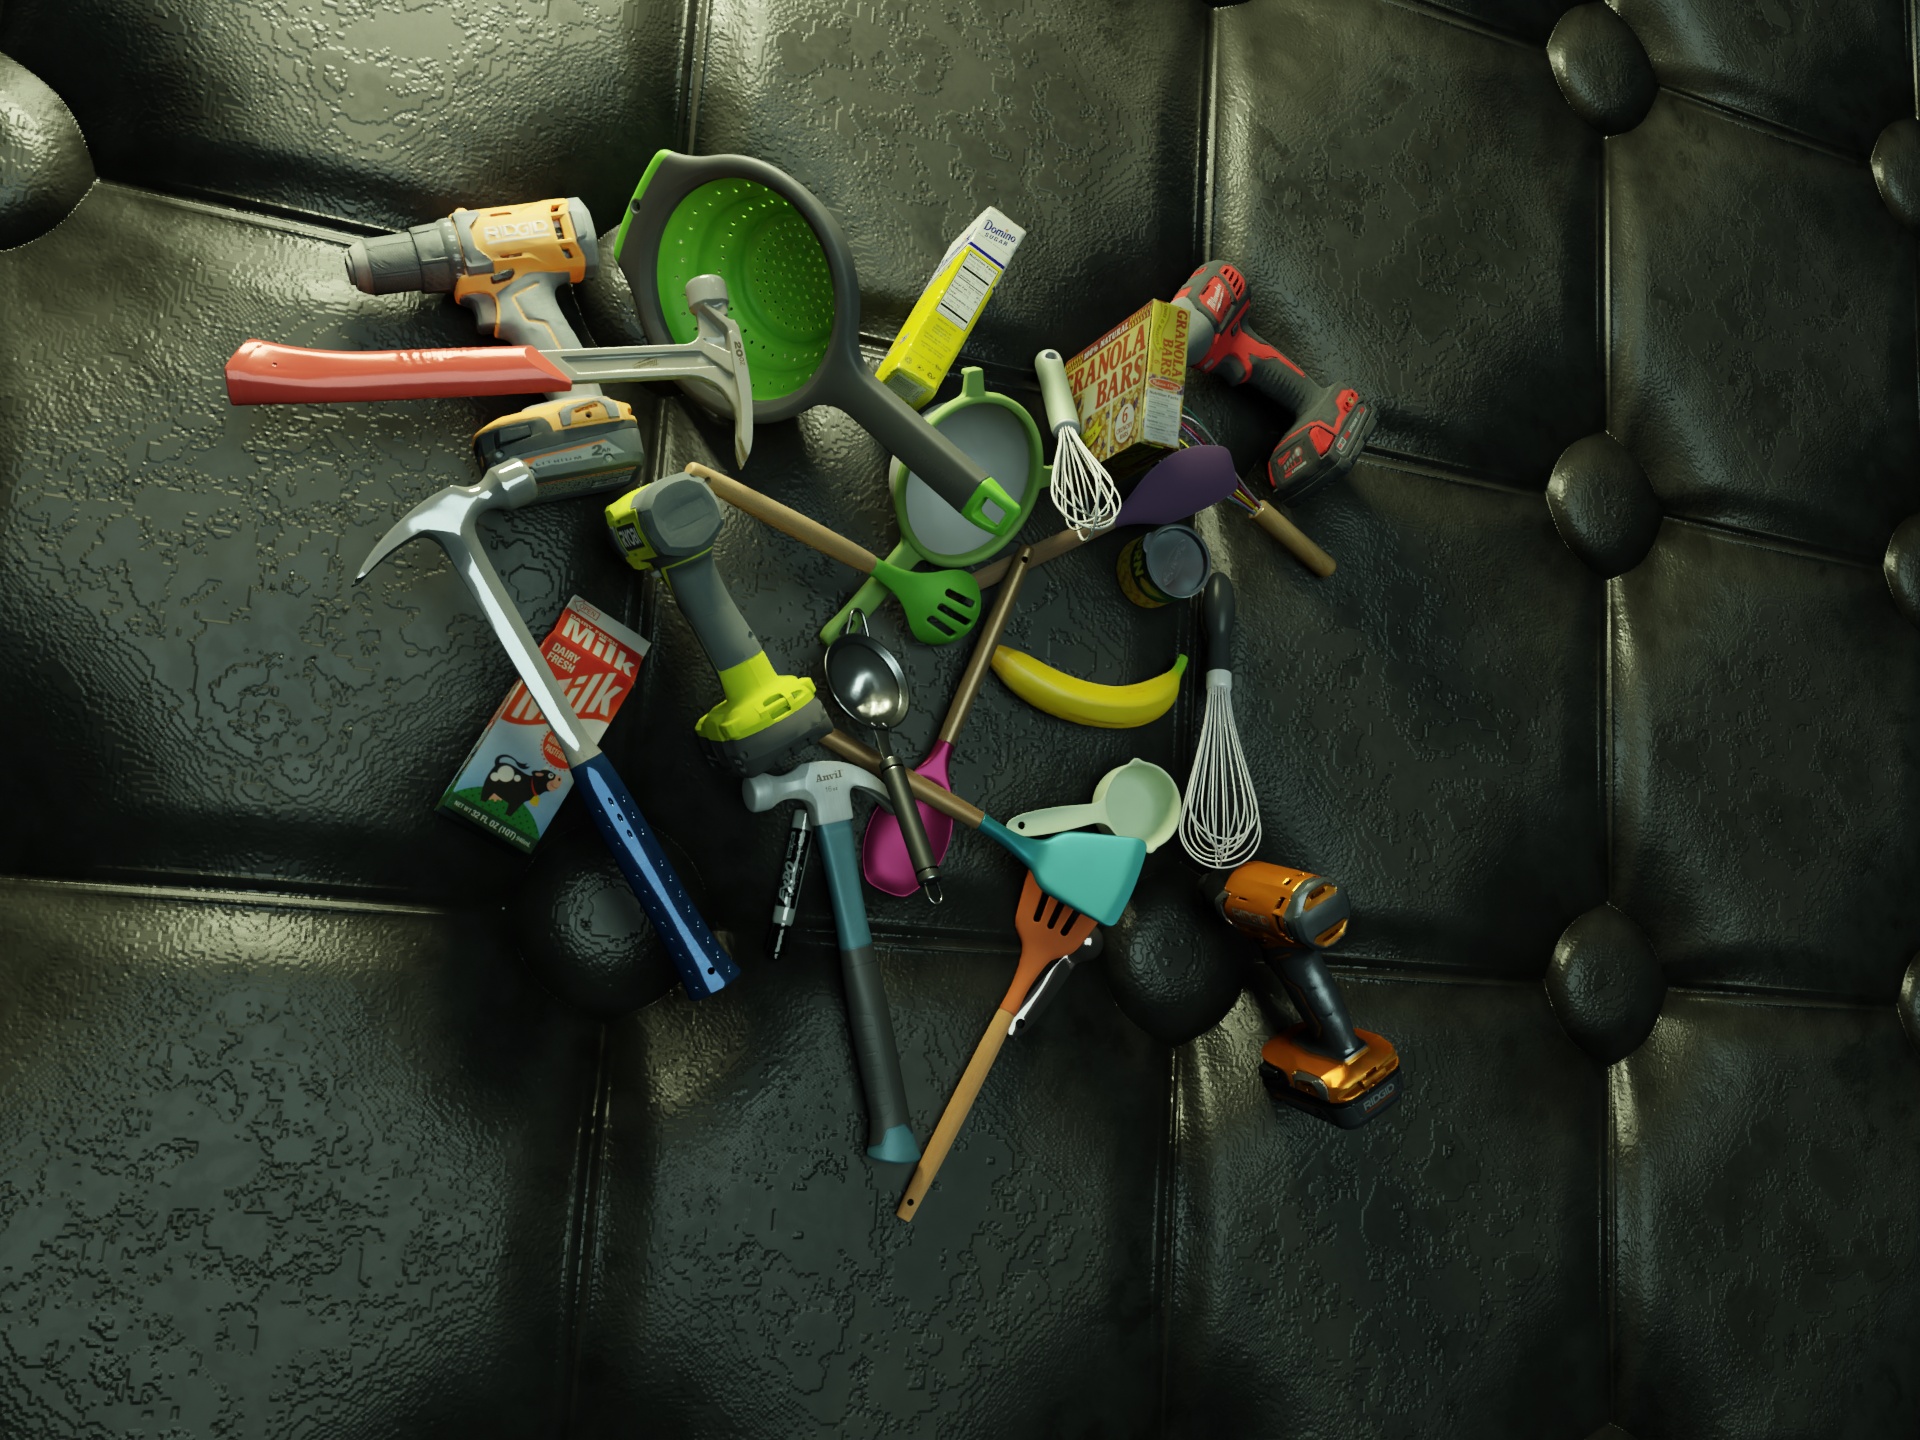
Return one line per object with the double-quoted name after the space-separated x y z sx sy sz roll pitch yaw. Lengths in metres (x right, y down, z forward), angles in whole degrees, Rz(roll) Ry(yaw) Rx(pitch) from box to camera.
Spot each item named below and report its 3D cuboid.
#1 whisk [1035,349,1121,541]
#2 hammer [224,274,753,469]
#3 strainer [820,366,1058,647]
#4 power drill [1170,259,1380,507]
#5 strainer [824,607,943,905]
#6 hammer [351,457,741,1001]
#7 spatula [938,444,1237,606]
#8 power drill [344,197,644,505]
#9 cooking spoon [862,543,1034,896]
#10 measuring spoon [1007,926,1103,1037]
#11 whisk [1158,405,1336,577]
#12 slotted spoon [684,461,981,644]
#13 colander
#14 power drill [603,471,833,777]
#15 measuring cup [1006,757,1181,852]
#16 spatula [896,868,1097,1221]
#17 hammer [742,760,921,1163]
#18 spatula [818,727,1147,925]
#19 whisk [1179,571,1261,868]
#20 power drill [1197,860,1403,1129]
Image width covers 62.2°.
0.091 -0.240 1.345 0.057 0.059 0.247 3 45 -12 "whisk"
-0.331 -0.243 1.145 0.359 0.036 0.149 -7 78 -19 "hammer"
-0.041 -0.169 1.336 0.256 0.069 0.151 -50 135 -3 "strainer"
0.272 -0.309 1.463 0.219 0.078 0.143 43 52 -9 "power drill"
-0.059 0.030 1.258 0.086 0.050 0.259 6 55 -43 "strainer"
-0.279 0.022 1.137 0.144 0.035 0.405 -32 99 -26 "hammer"
0.110 -0.168 1.398 0.316 0.018 0.059 -26 111 -16 "spatula"
-0.350 -0.280 1.207 0.185 0.084 0.226 -14 85 -22 "power drill"
-0.002 -0.004 1.336 0.068 0.017 0.319 24 80 -8 "cooking spoon"
0.082 0.222 1.354 0.034 0.018 0.124 46 69 -12 "measuring spoon"
0.260 -0.212 1.479 0.244 0.047 0.051 36 83 -20 "whisk"
-0.091 -0.131 1.255 0.313 0.031 0.070 25 101 -41 "slotted spoon"
-0.092 -0.292 1.256 0.397 0.204 0.094 42 36 7 "colander"
-0.194 -0.074 1.206 0.080 0.171 0.223 -31 104 -22 "power drill"
0.110 0.081 1.376 0.167 0.038 0.083 -8 86 -22 "measuring cup"
0.027 0.262 1.314 0.081 0.041 0.323 27 74 6 "spatula"
-0.082 0.194 1.268 0.128 0.033 0.331 -12 92 -28 "hammer"
-0.002 0.065 1.298 0.317 0.044 0.082 29 66 -6 "spatula"
0.229 -0.005 1.414 0.070 0.070 0.285 12 66 -21 "whisk"
0.286 0.226 1.380 0.084 0.164 0.226 -27 107 -24 "power drill"
